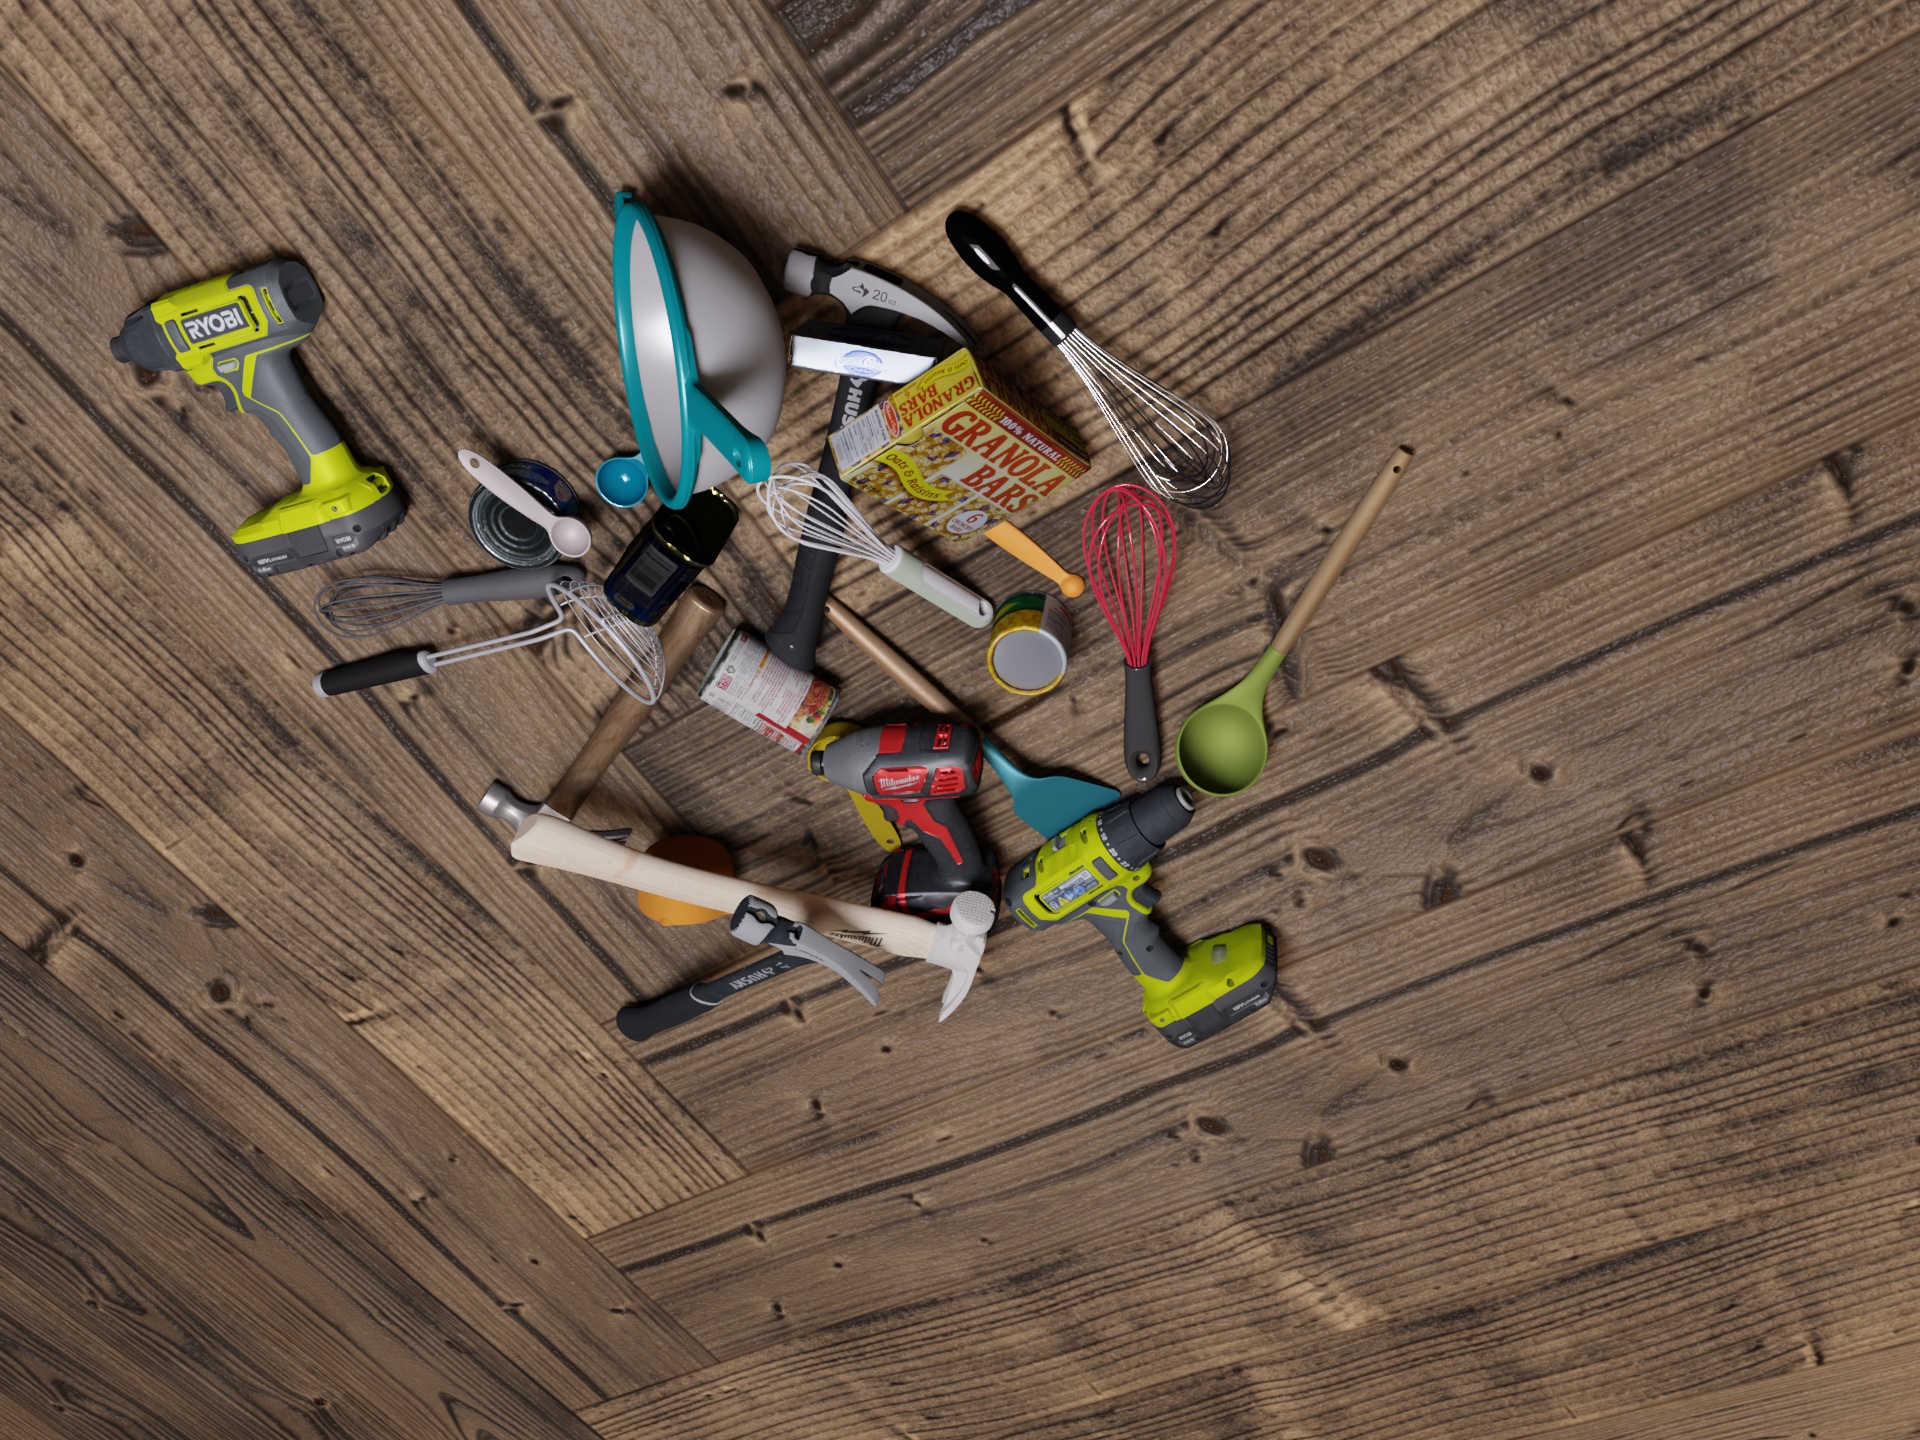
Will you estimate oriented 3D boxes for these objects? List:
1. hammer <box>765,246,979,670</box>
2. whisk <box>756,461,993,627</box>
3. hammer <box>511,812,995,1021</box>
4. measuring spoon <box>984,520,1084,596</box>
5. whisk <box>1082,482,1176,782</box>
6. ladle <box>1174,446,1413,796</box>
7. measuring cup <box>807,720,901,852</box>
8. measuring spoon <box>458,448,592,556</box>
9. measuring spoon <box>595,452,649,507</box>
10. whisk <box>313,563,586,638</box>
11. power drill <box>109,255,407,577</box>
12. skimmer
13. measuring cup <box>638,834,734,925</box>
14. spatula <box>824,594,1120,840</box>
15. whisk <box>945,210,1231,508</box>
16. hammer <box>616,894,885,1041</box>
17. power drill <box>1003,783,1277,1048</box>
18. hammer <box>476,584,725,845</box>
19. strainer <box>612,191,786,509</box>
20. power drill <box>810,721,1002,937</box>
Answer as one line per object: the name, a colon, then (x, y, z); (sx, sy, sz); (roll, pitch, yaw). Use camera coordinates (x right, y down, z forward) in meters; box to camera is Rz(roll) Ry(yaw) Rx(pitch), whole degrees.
hammer: (-0.091, -0.183, 1.225); (0.146, 0.035, 0.334); (16, 121, -2)
whisk: (-0.058, -0.127, 1.213); (0.059, 0.058, 0.246); (-11, 152, 41)
hammer: (-0.183, 0.160, 1.374); (0.410, 0.038, 0.146); (15, 132, -2)
measuring spoon: (0.051, -0.133, 1.259); (0.117, 0.011, 0.021); (35, 121, -14)
whisk: (0.140, -0.063, 1.268); (0.073, 0.073, 0.295); (-1, 130, 10)
ladle: (0.263, -0.071, 1.242); (0.078, 0.062, 0.320); (23, 121, -7)
measuring cup: (-0.085, 0.059, 1.407); (0.062, 0.029, 0.156); (-14, 132, 15)
measuring spoon: (-0.341, -0.175, 1.252); (0.124, 0.018, 0.034); (38, 121, -8)
measuring spoon: (-0.235, -0.217, 1.250); (0.128, 0.021, 0.042); (-38, 111, 18)
whisk: (-0.428, -0.105, 1.334); (0.239, 0.055, 0.055); (-7, 122, 8)
power drill: (-0.550, -0.234, 1.251); (0.171, 0.080, 0.223); (-12, 117, 15)
skimmer: (-0.408, -0.042, 1.332); (0.363, 0.090, 0.127); (-11, 132, 21)
measuring cup: (-0.208, 0.146, 1.432); (0.173, 0.095, 0.052); (7, 115, 14)
spatula: (-0.002, -0.004, 1.348); (0.317, 0.044, 0.082); (42, 121, -13)
whisk: (0.093, -0.259, 1.145); (0.284, 0.070, 0.070); (42, 120, -13)
hammer: (-0.218, 0.246, 1.447); (0.149, 0.036, 0.409); (30, 148, -21)
power drill: (0.177, 0.168, 1.402); (0.190, 0.080, 0.228); (-36, 109, 27)
hammer: (-0.299, 0.007, 1.395); (0.130, 0.031, 0.331); (34, 122, -13)
strainer: (-0.152, -0.231, 1.072); (0.095, 0.341, 0.210); (-12, 121, -21)
power drill: (-0.042, 0.091, 1.362); (0.143, 0.079, 0.219); (-2, 132, 10)
